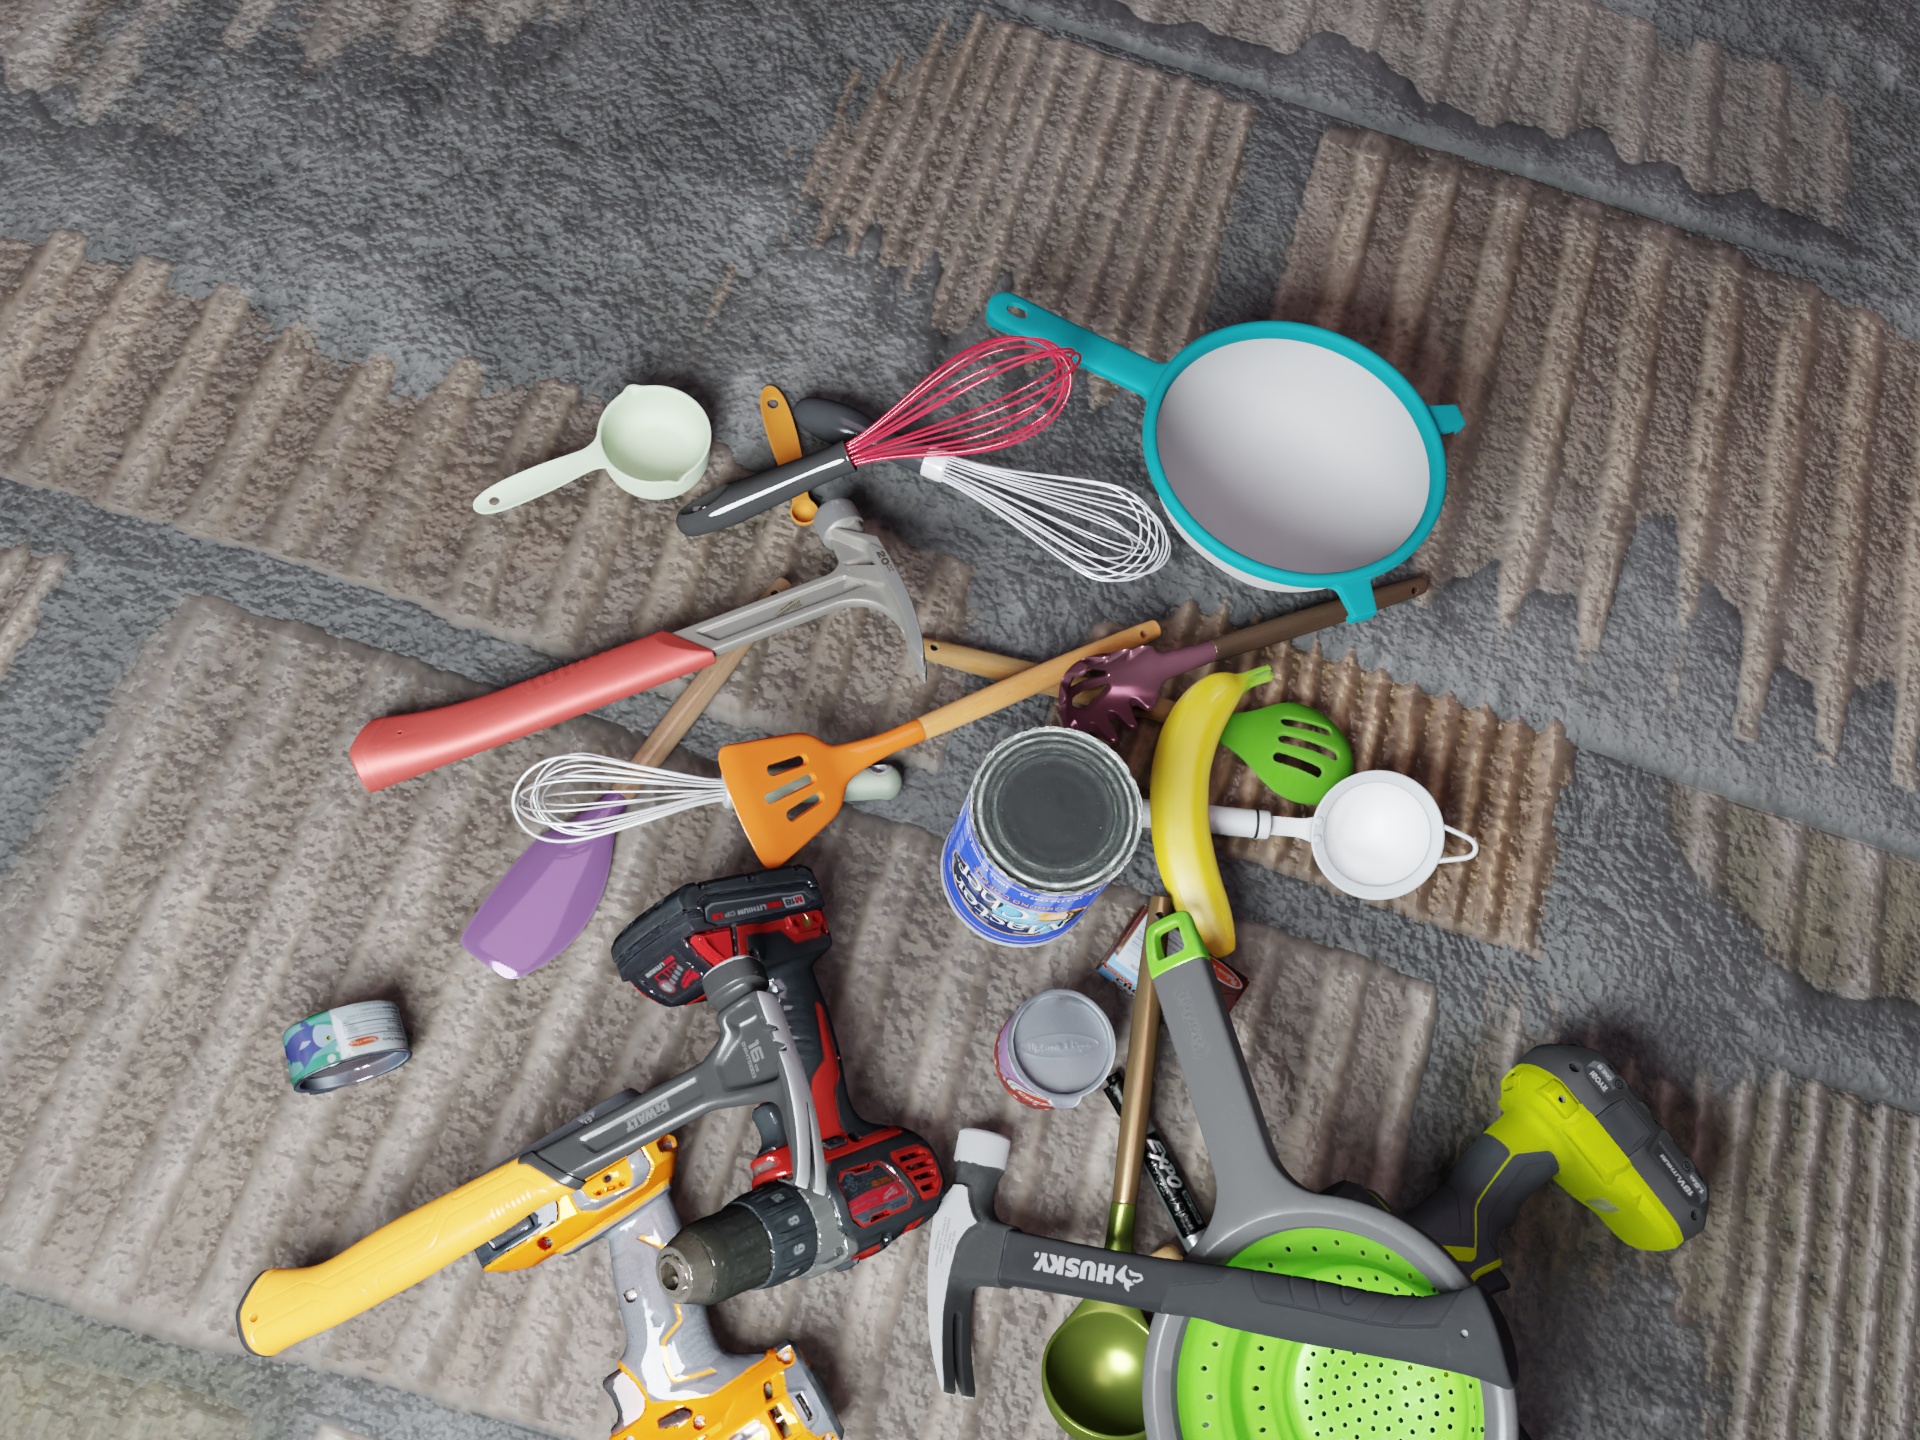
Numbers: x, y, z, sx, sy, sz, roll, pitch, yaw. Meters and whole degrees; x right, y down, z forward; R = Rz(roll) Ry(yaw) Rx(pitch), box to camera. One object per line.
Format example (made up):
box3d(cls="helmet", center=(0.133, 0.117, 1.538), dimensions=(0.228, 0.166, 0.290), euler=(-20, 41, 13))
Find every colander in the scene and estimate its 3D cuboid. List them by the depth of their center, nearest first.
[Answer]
box3d(cls="colander", center=(0.190, 0.296, 0.897), dimensions=(0.204, 0.094, 0.398), euler=(-30, 57, 23))

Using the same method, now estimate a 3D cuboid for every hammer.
box3d(cls="hammer", center=(-0.229, 0.252, 0.825), dimensions=(0.337, 0.034, 0.127), euler=(-29, 60, 7))
box3d(cls="hammer", center=(0.125, 0.310, 0.849), dimensions=(0.335, 0.035, 0.146), euler=(-2, 64, 34))
box3d(cls="hammer", center=(-0.205, -0.027, 1.013), dimensions=(0.359, 0.036, 0.149), euler=(-22, 58, -9))

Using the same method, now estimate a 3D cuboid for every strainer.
box3d(cls="strainer", center=(0.207, 0.068, 1.054), dimensions=(0.258, 0.050, 0.087), euler=(6, 97, 0))
box3d(cls="strainer", center=(0.166, -0.197, 1.120), dimensions=(0.340, 0.095, 0.211), euler=(28, 66, 6))

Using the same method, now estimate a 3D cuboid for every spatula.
box3d(cls="spatula", center=(-0.002, -0.003, 1.022), dimensions=(0.322, 0.041, 0.081), euler=(-24, 94, -20))
box3d(cls="spatula", center=(-0.202, 0.030, 1.024), dimensions=(0.060, 0.018, 0.316), euler=(34, 70, 0))

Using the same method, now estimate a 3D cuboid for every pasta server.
box3d(cls="pasta server", center=(0.197, -0.052, 1.080), dimensions=(0.316, 0.040, 0.060), euler=(-17, 114, -22))

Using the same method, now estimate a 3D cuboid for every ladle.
box3d(cls="ladle", center=(0.103, 0.259, 0.944), dimensions=(0.078, 0.062, 0.320), euler=(9, 74, -1))

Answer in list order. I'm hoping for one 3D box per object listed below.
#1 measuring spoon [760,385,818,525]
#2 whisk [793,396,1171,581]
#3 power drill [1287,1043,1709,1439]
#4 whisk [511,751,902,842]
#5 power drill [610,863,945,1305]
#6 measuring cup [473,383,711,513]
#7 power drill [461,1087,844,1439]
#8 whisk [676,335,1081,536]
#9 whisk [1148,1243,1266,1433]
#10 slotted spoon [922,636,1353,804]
box3d(cls="measuring spoon", center=(-0.122, -0.186, 1.121), dimensions=(0.021, 0.011, 0.117), euler=(-13, 69, -12))
box3d(cls="whisk", center=(0.013, -0.168, 1.109), dimensions=(0.284, 0.070, 0.070), euler=(23, 69, 7))
box3d(cls="power drill", center=(0.332, 0.323, 0.958), dimensions=(0.228, 0.080, 0.191), euler=(-34, 76, -15))
box3d(cls="whisk", center=(-0.156, 0.045, 1.003), dimensions=(0.246, 0.058, 0.059), euler=(-2, 112, -18))
box3d(cls="power drill", center=(-0.119, 0.206, 0.900), dimensions=(0.187, 0.080, 0.227), euler=(-6, 66, -49))
box3d(cls="measuring cup", center=(-0.249, -0.170, 1.082), dimensions=(0.167, 0.038, 0.083), euler=(-25, 75, -14))
box3d(cls="power drill", center=(-0.188, 0.340, 0.881), dimensions=(0.164, 0.084, 0.226), euler=(-29, 80, -15))
box3d(cls="whisk", center=(-0.056, -0.185, 1.066), dimensions=(0.296, 0.073, 0.073), euler=(-21, 73, 8))
box3d(cls="whisk", center=(0.182, 0.418, 0.921), dimensions=(0.047, 0.051, 0.245), euler=(-30, 73, -11))
box3d(cls="slotted spoon", center=(0.119, -0.010, 1.079), dimensions=(0.313, 0.031, 0.070), euler=(15, 69, 0))
